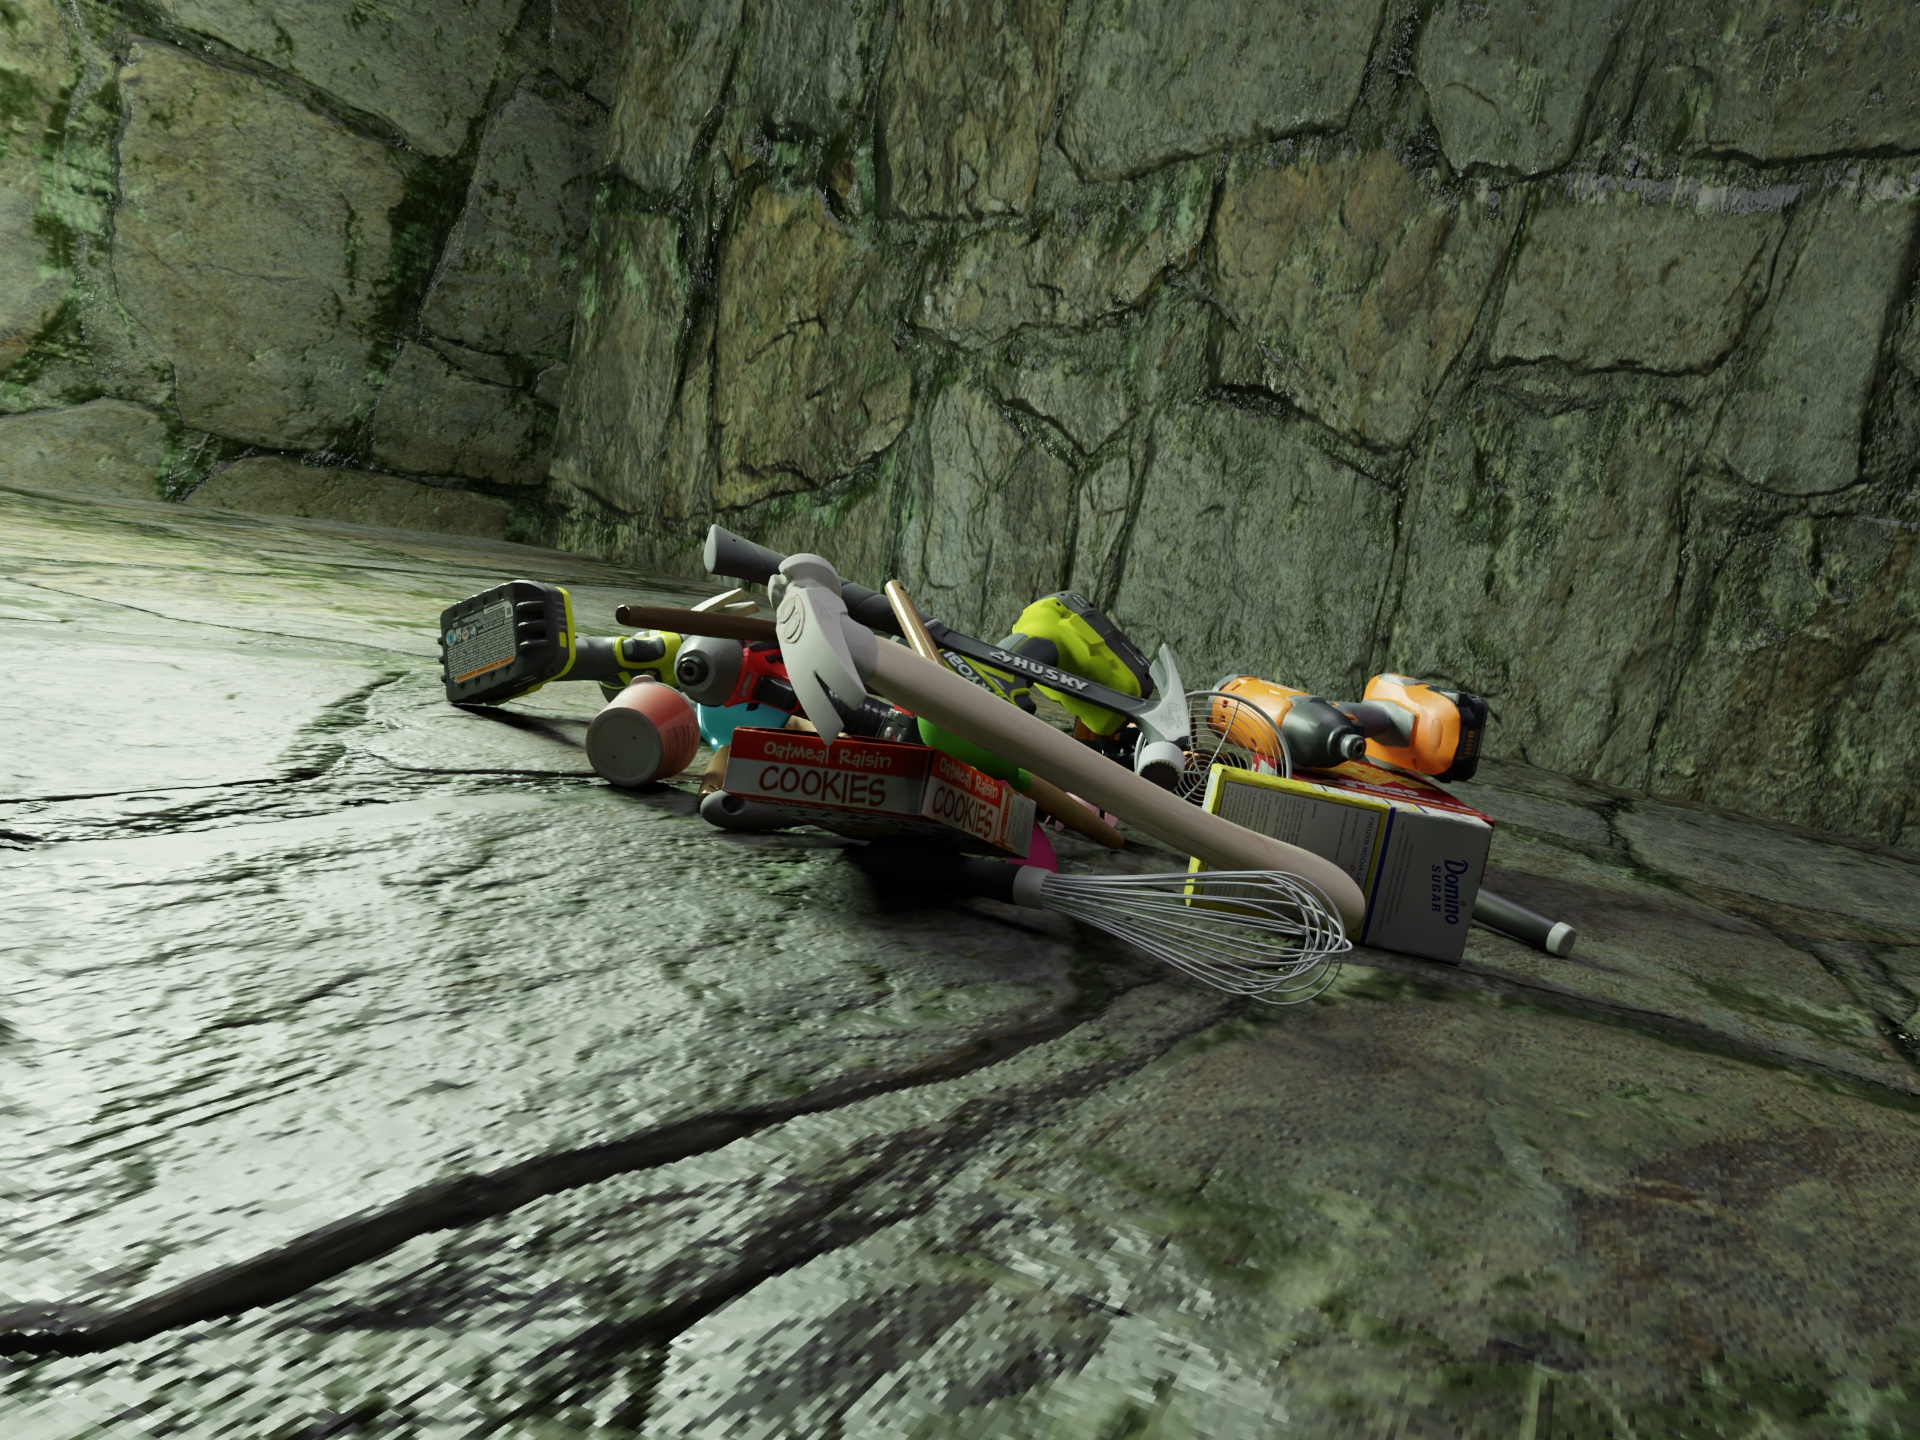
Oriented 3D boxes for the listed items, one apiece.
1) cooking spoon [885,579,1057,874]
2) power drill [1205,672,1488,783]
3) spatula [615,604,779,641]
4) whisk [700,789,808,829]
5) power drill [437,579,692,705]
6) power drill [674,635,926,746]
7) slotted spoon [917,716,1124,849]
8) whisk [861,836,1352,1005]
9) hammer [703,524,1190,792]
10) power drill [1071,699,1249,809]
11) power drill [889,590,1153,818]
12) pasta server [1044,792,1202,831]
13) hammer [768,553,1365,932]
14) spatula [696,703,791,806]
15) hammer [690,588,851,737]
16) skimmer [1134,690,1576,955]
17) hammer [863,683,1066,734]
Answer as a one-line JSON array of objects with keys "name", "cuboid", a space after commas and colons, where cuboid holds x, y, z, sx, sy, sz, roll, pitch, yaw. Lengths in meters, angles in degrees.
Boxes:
[{"name": "cooking spoon", "cuboid": [-0.002, -0.004, 1.118, 0.068, 0.017, 0.319, 20, 29, -36]}, {"name": "power drill", "cuboid": [0.348, 0.007, 1.379, 0.226, 0.084, 0.164, 1, 12, -30]}, {"name": "spatula", "cuboid": [-0.147, -0.065, 1.156, 0.060, 0.018, 0.315, 26, 10, 24]}, {"name": "whisk", "cuboid": [-0.070, 0.052, 1.043, 0.238, 0.055, 0.055, 0, 12, -44]}, {"name": "power drill", "cuboid": [-0.290, -0.058, 1.293, 0.171, 0.080, 0.223, -15, -11, 38]}, {"name": "power drill", "cuboid": [-0.108, -0.011, 1.195, 0.220, 0.078, 0.143, 23, 9, 9]}, {"name": "slotted spoon", "cuboid": [0.051, 0.047, 1.038, 0.070, 0.031, 0.313, 26, -4, 30]}, {"name": "whisk", "cuboid": [0.068, 0.096, 0.855, 0.285, 0.070, 0.070, 8, 4, 27]}, {"name": "hammer", "cuboid": [-0.009, -0.068, 1.253, 0.409, 0.036, 0.149, 21, 40, -4]}, {"name": "power drill", "cuboid": [0.155, 0.031, 1.490, 0.185, 0.084, 0.226, 9, 11, -7]}, {"name": "power drill", "cuboid": [0.062, -0.018, 1.332, 0.191, 0.080, 0.228, 46, 38, 17]}, {"name": "pasta server", "cuboid": [0.216, 0.088, 1.169, 0.316, 0.040, 0.060, 11, 5, 21]}, {"name": "hammer", "cuboid": [0.079, 0.039, 0.873, 0.410, 0.038, 0.146, 27, 20, -28]}, {"name": "spatula", "cuboid": [-0.171, 0.018, 1.165, 0.082, 0.044, 0.317, 21, 6, -8]}, {"name": "hammer", "cuboid": [-0.180, -0.031, 1.400, 0.332, 0.130, 0.031, 31, -13, 50]}, {"name": "skimmer", "cuboid": [0.289, 0.080, 1.204, 0.364, 0.127, 0.090, 27, -16, 45]}, {"name": "hammer", "cuboid": [-0.054, -0.026, 1.562, 0.334, 0.035, 0.146, 19, 1, -6]}]
